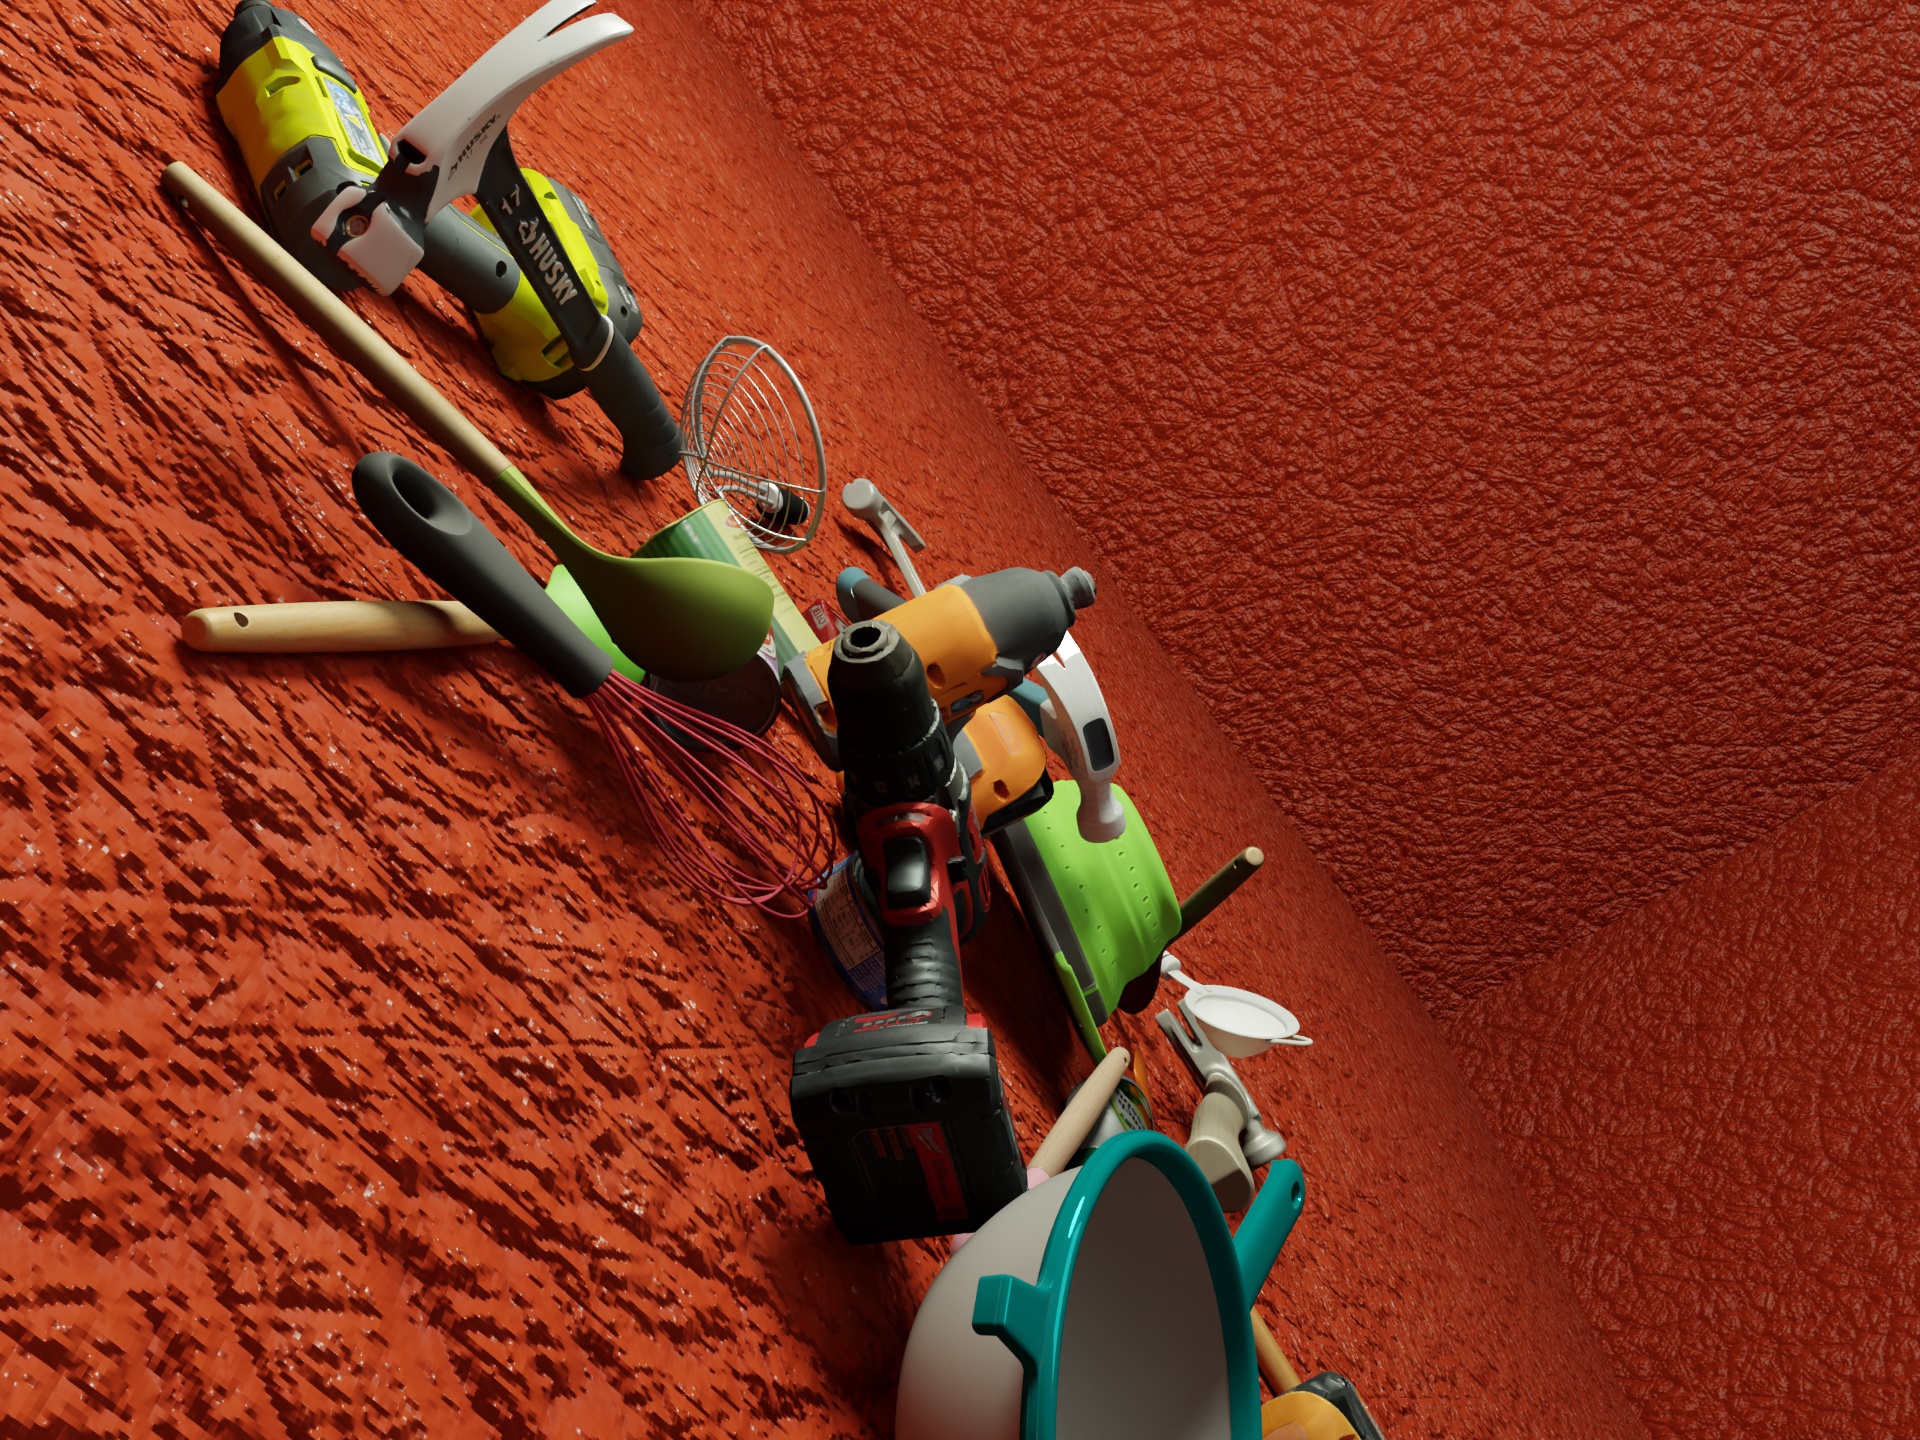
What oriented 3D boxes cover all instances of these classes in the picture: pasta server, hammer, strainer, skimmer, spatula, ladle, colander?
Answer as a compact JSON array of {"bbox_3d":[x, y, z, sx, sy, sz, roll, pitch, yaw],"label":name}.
[{"bbox_3d":[0.055,0.229,0.834,0.316,0.040,0.060,-24,99,-69],"label":"pasta server"},{"bbox_3d":[0.178,0.275,1.127,0.146,0.038,0.410,57,5,12],"label":"hammer"},{"bbox_3d":[-0.186,-0.201,0.793,0.036,0.149,0.409,38,-6,5],"label":"hammer"},{"bbox_3d":[0.166,0.197,1.228,0.086,0.050,0.259,0,25,-41],"label":"strainer"},{"bbox_3d":[0.000,-0.041,1.354,0.359,0.036,0.149,63,9,24],"label":"hammer"},{"bbox_3d":[-0.111,-0.163,1.048,0.363,0.090,0.127,-36,104,-85],"label":"skimmer"},{"bbox_3d":[0.182,0.364,1.032,0.323,0.041,0.081,59,6,6],"label":"spatula"},{"bbox_3d":[0.001,-0.038,1.060,0.331,0.033,0.128,35,-38,53],"label":"hammer"},{"bbox_3d":[-0.214,-0.133,0.701,0.320,0.078,0.062,43,56,-6],"label":"ladle"},{"bbox_3d":[0.064,0.065,1.128,0.398,0.094,0.204,-116,-177,-54],"label":"colander"},{"bbox_3d":[0.063,0.254,0.650,0.340,0.095,0.211,-18,97,-65],"label":"strainer"}]

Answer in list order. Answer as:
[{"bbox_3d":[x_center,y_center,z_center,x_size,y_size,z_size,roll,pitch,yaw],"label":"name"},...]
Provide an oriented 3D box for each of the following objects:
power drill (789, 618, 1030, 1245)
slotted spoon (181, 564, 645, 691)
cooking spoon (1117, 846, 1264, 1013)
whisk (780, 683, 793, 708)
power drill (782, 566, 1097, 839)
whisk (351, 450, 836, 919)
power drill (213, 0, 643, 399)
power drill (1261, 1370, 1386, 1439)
[{"bbox_3d":[-0.024,0.086,0.687,0.227,0.080,0.187,-92,172,-48],"label":"power drill"},{"bbox_3d":[-0.203,-0.038,0.658,0.070,0.031,0.313,61,15,4],"label":"slotted spoon"},{"bbox_3d":[0.148,0.145,1.111,0.318,0.017,0.069,117,-33,-64],"label":"cooking spoon"},{"bbox_3d":[-0.071,0.006,0.988,0.244,0.051,0.047,45,23,-29],"label":"whisk"},{"bbox_3d":[-0.001,-0.003,0.871,0.084,0.164,0.226,61,-8,21],"label":"power drill"},{"bbox_3d":[-0.144,-0.006,0.675,0.295,0.073,0.073,50,14,-37],"label":"whisk"},{"bbox_3d":[-0.280,-0.272,0.838,0.171,0.080,0.223,62,17,22],"label":"power drill"},{"bbox_3d":[0.156,0.396,0.793,0.185,0.084,0.226,59,18,19],"label":"power drill"}]
